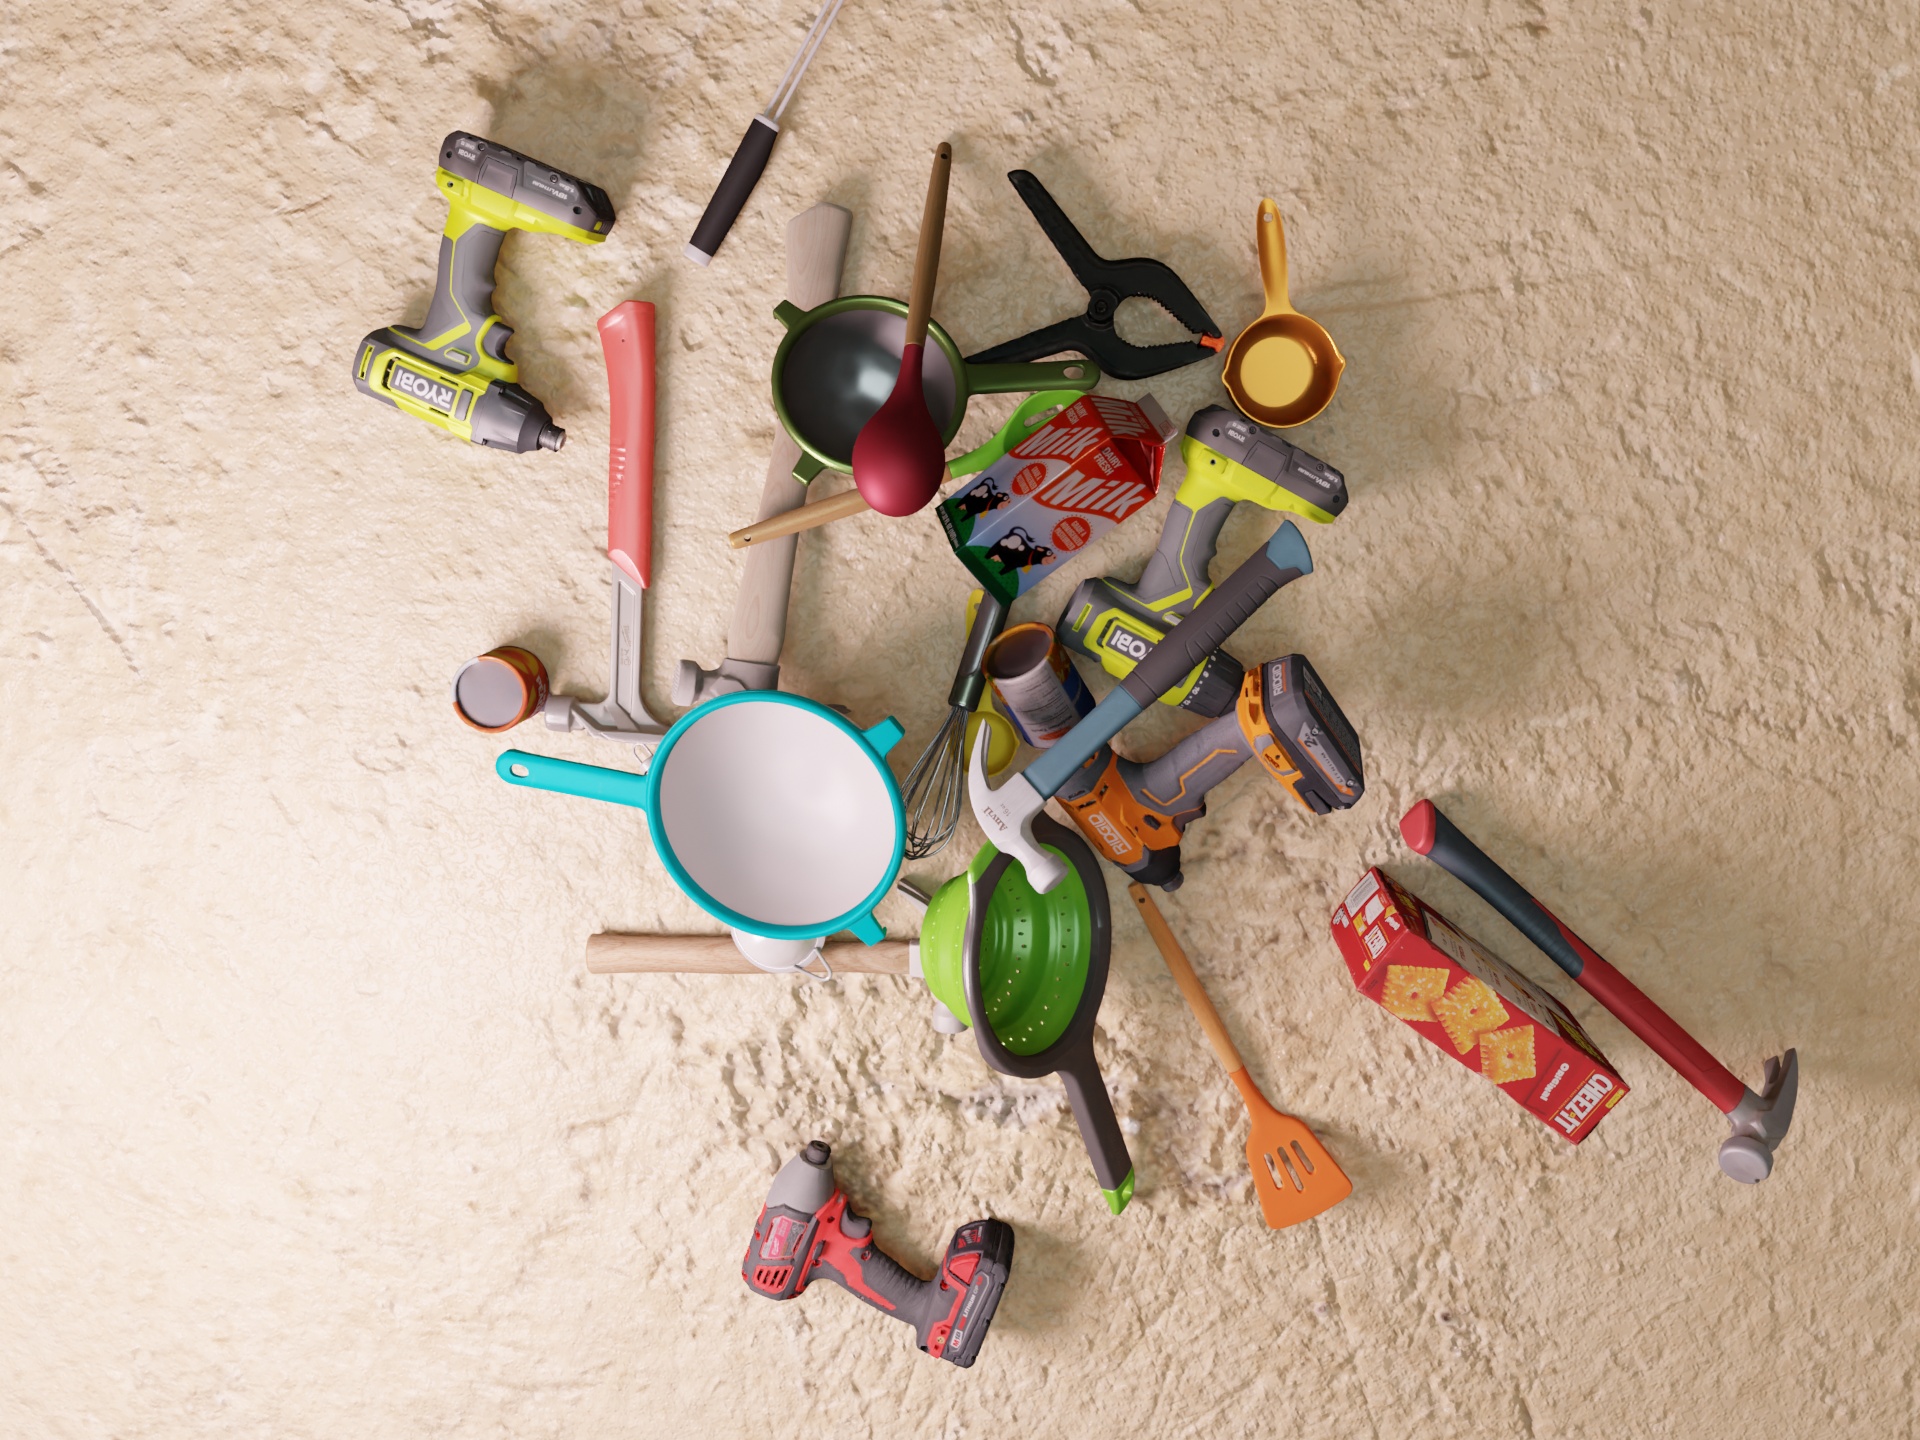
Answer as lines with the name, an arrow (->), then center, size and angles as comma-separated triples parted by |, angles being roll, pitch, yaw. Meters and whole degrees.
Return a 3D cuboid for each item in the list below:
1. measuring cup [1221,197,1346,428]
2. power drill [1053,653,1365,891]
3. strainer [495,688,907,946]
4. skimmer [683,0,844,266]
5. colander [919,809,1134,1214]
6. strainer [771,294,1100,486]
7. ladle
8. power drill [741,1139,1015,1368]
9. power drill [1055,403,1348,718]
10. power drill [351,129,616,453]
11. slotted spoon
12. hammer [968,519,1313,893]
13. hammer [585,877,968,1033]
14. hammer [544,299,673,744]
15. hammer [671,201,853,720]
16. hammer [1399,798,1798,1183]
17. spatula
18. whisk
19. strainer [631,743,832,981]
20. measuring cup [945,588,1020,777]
measuring cup -> 0.245, -0.315, 1.242 | 0.095, 0.052, 0.173 | -7, 98, 4
power drill -> 0.201, 0.054, 1.268 | 0.226, 0.084, 0.164 | -25, 122, 26
strainer -> -0.199, 0.051, 1.281 | 0.340, 0.095, 0.211 | 10, 112, 10
skimmer -> -0.135, -0.521, 1.205 | 0.127, 0.090, 0.363 | 39, 104, 28
colander -> 0.057, 0.254, 1.332 | 0.094, 0.204, 0.396 | 1, 121, 37
strainer -> -0.021, -0.252, 1.240 | 0.256, 0.069, 0.151 | -6, 76, -11
ladle -> -0.031, -0.303, 1.203 | 0.069, 0.031, 0.316 | 10, 72, -9
power drill -> -0.070, 0.461, 1.388 | 0.219, 0.078, 0.143 | 20, 100, 2
power drill -> 0.209, -0.116, 1.268 | 0.190, 0.080, 0.228 | 28, 103, -4
power drill -> -0.366, -0.332, 1.261 | 0.171, 0.080, 0.223 | 24, 104, -1
slotted spoon -> -0.034, -0.193, 1.263 | 0.313, 0.031, 0.070 | -19, 107, -5
hammer -> 0.140, -0.026, 1.204 | 0.331, 0.033, 0.128 | -43, 73, 0
hammer -> -0.157, 0.200, 1.366 | 0.331, 0.031, 0.130 | 1, 101, 3
hammer -> -0.262, -0.159, 1.304 | 0.149, 0.037, 0.359 | 4, 101, 2
hammer -> -0.128, -0.203, 1.281 | 0.146, 0.038, 0.410 | 9, 97, -17
hammer -> 0.523, 0.197, 1.308 | 0.386, 0.143, 0.038 | 43, 137, 5
spatula -> 0.225, 0.279, 1.355 | 0.081, 0.041, 0.322 | -29, 97, 8
whisk -> -0.002, -0.004, 1.287 | 0.058, 0.059, 0.246 | 15, 84, 32
strainer -> -0.198, 0.120, 1.331 | 0.087, 0.050, 0.258 | -42, 81, 18
measuring cup -> 0.018, -0.030, 1.323 | 0.062, 0.029, 0.156 | -2, 88, 4
